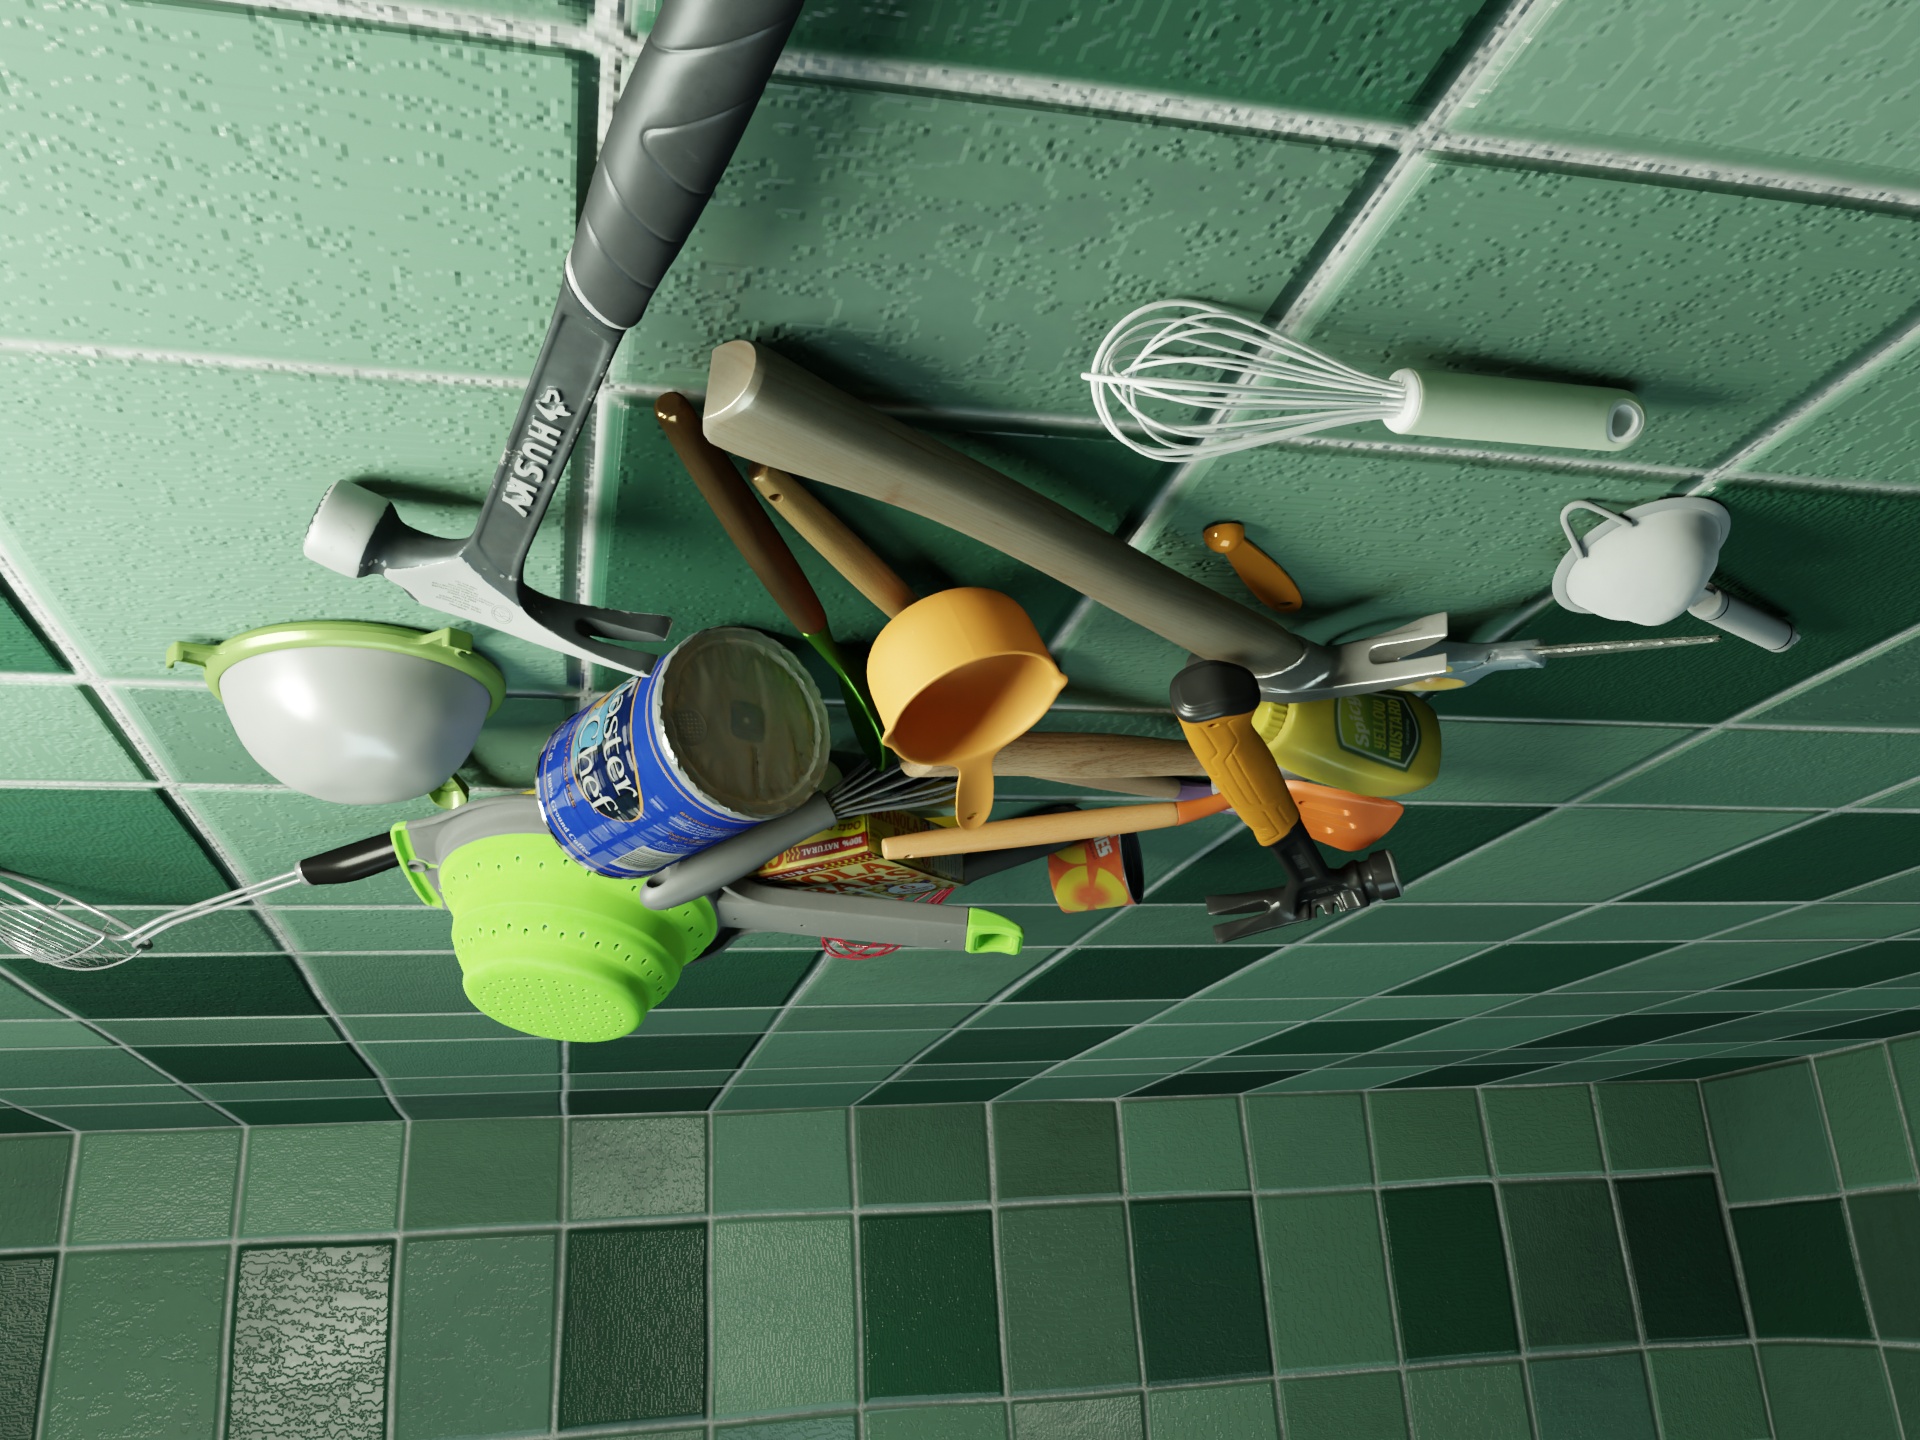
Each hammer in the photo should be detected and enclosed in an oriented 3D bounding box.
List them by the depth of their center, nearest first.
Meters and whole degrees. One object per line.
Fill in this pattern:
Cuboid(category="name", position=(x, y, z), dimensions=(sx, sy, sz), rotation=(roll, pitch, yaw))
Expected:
Cuboid(category="hammer", position=(-0.117, -0.126, 0.518), dimensions=(0.149, 0.036, 0.409), rotation=(25, 148, -16))
Cuboid(category="hammer", position=(0.061, -0.075, 0.704), dimensions=(0.146, 0.038, 0.410), rotation=(-10, 159, 41))
Cuboid(category="hammer", position=(0.169, 0.053, 0.913), dimensions=(0.127, 0.034, 0.336), rotation=(-17, 151, 15))
Cuboid(category="hammer", position=(0.105, 0.021, 0.951), dimensions=(0.331, 0.031, 0.130), rotation=(3, 158, -39))

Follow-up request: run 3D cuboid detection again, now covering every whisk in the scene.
Cuboid(category="whisk", position=(0.161, -0.123, 0.609), dimensions=(0.246, 0.057, 0.059), rotation=(1, -166, -20))
Cuboid(category="whisk", position=(-0.077, 0.054, 0.933), dimensions=(0.239, 0.055, 0.055), rotation=(-26, 162, -9))
Cuboid(category="whisk", position=(-0.013, 0.123, 1.230), dimensions=(0.073, 0.073, 0.296), rotation=(15, 148, -42))

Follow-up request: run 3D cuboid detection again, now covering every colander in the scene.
Cuboid(category="colander", position=(-0.161, 0.145, 0.985), dimensions=(0.397, 0.095, 0.204), rotation=(6, 146, 1))

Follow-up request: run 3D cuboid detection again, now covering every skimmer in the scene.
Cuboid(category="skimmer", position=(-0.513, 0.097, 1.111), dimensions=(0.363, 0.090, 0.127), rotation=(-17, 155, 8))

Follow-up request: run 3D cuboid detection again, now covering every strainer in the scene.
Cuboid(category="strainer", position=(0.382, -0.062, 0.816), dimensions=(0.258, 0.050, 0.087), rotation=(11, 141, -43))
Cuboid(category="strainer", position=(-0.319, 0.026, 0.886), dimensions=(0.151, 0.069, 0.256), rotation=(-3, 159, -2))

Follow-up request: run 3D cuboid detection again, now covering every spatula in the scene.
Cuboid(category="spatula", position=(0.112, 0.069, 0.986), dimensions=(0.322, 0.041, 0.081), rotation=(-6, 156, -12))
Cuboid(category="spatula", position=(0.129, 0.043, 1.086), dimensions=(0.315, 0.018, 0.060), rotation=(11, 155, -37))

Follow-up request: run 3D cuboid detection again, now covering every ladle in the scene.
Cuboid(category="ladle", position=(-0.022, -0.053, 0.788), dimensions=(0.069, 0.031, 0.315), rotation=(-16, 156, 18))

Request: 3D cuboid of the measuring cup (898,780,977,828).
Cuboid(category="measuring cup", position=(-0.024, 0.076, 1.141), dimensions=(0.062, 0.029, 0.156), rotation=(0, 162, -11))

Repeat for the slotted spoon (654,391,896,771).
Cuboid(category="slotted spoon", position=(-0.076, -0.056, 0.740), dimensions=(0.031, 0.070, 0.313), rotation=(-28, 153, 0))

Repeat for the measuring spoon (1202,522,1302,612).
Cuboid(category="measuring spoon", position=(0.147, -0.071, 0.785), dimensions=(0.021, 0.011, 0.116), rotation=(-13, 158, 25))

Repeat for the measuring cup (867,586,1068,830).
Cuboid(category="measuring cup", position=(-0.001, -0.003, 0.806), dimensions=(0.095, 0.052, 0.173), rotation=(-19, 151, -11))

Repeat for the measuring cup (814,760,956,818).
Cuboid(category="measuring cup", position=(-0.069, 0.045, 1.035), dimensions=(0.167, 0.038, 0.083), rotation=(-1, 161, -16))
